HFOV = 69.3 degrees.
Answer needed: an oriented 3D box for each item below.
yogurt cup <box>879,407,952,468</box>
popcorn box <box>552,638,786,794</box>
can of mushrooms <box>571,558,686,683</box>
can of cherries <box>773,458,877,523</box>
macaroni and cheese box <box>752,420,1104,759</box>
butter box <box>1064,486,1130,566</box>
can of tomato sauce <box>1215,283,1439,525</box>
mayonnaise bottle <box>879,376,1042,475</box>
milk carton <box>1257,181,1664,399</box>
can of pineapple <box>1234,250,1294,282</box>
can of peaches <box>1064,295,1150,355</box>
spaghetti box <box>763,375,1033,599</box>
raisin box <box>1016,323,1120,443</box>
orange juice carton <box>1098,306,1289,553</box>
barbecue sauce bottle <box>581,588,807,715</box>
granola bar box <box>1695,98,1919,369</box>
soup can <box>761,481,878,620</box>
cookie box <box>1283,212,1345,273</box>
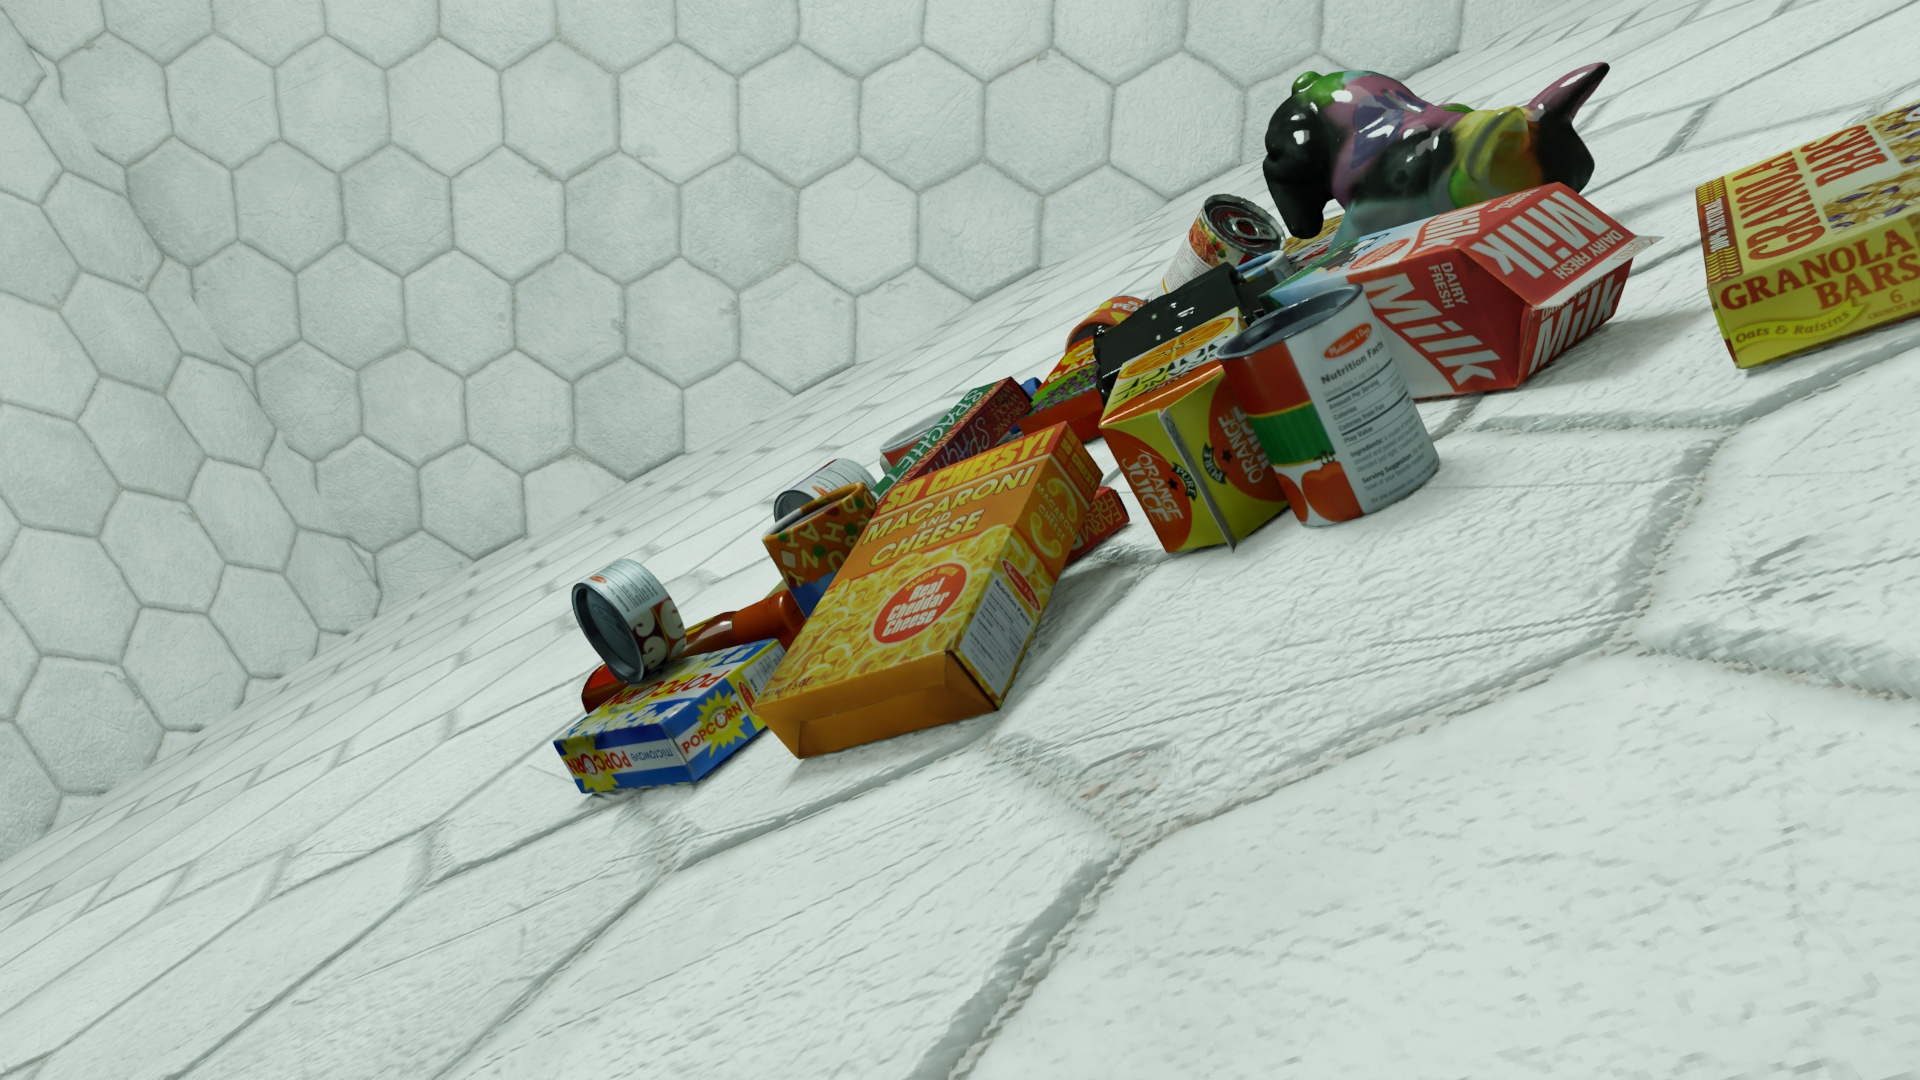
[{"bbox_3d":[-0.023,-0.066,1.102,0.072,0.054,0.072,-27,12,6],"label":"yogurt cup"},{"bbox_3d":[-0.154,0.097,0.756,0.126,0.038,0.085,-15,17,47],"label":"popcorn box"},{"bbox_3d":[-0.190,0.047,0.796,0.033,0.071,0.071,-35,13,-34],"label":"can of mushrooms"},{"bbox_3d":[-0.100,-0.020,1.061,0.071,0.071,0.059,-16,17,46],"label":"can of cherries"},{"bbox_3d":[-0.011,0.022,0.662,0.123,0.040,0.167,-19,28,37],"label":"macaroni and cheese box"},{"bbox_3d":[0.036,0.005,0.743,0.104,0.024,0.053,-33,14,-20],"label":"butter box"},{"bbox_3d":[0.156,-0.058,0.594,0.071,0.083,0.071,-27,12,6],"label":"can of tomato sauce"},{"bbox_3d":[0.006,-0.090,1.167,0.148,0.041,0.065,-25,11,18],"label":"mayonnaise bottle"},{"bbox_3d":[0.240,-0.117,0.676,0.072,0.073,0.190,-32,13,-19],"label":"milk carton"},{"bbox_3d":[0.207,-0.163,0.976,0.071,0.057,0.071,-27,12,6],"label":"can of pineapple"},{"bbox_3d":[0.126,-0.158,1.116,0.071,0.071,0.058,-19,16,38],"label":"can of peaches"},{"bbox_3d":[-0.039,-0.029,0.951,0.050,0.028,0.251,-11,31,53],"label":"spaghetti box"},{"bbox_3d":[0.105,-0.117,1.030,0.086,0.040,0.124,-20,23,38],"label":"raisin box"},{"bbox_3d":[0.120,-0.054,0.688,0.073,0.071,0.193,-25,12,18],"label":"orange juice carton"},{"bbox_3d":[-0.159,0.073,0.855,0.148,0.043,0.065,-23,12,20],"label":"barbecue sauce bottle"},{"bbox_3d":[0.359,-0.128,0.539,0.124,0.039,0.166,-20,15,33],"label":"granola bar box"},{"bbox_3d":[-0.059,0.018,0.764,0.071,0.083,0.071,-27,12,6],"label":"soup can"},{"bbox_3d":[0.285,-0.218,1.079,0.123,0.040,0.167,-32,12,-18],"label":"cookie box"}]
